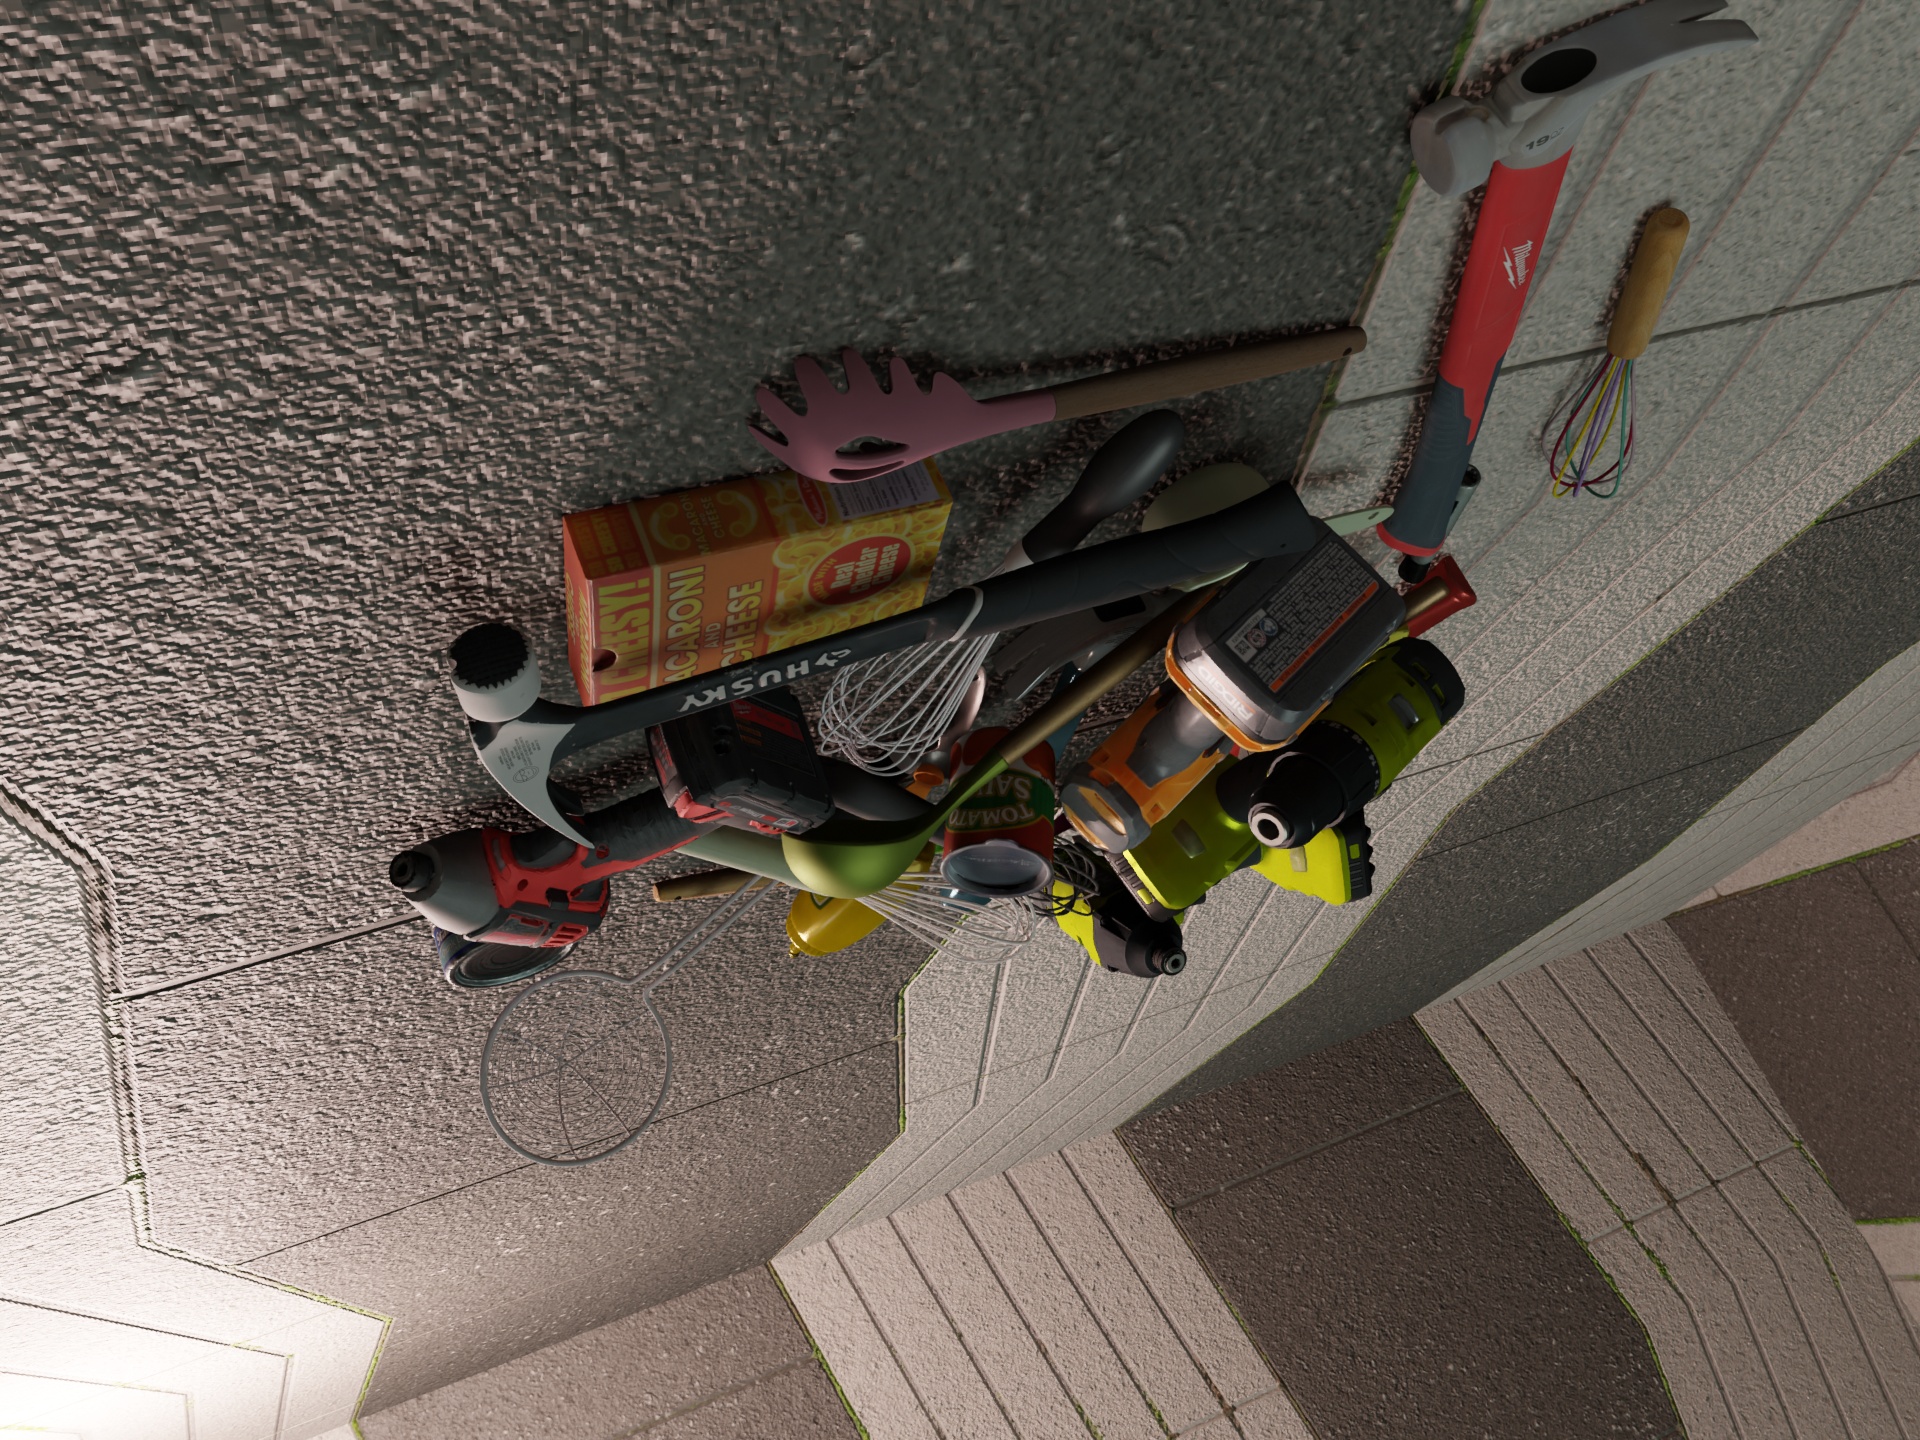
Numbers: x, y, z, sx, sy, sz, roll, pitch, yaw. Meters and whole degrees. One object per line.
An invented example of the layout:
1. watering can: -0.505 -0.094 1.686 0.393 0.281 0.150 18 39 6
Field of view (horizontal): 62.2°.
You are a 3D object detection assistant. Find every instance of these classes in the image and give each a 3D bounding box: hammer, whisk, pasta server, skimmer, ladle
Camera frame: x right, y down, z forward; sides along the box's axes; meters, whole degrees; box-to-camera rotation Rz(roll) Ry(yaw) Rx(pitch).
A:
1. hammer: 0.278 -0.196 0.816 0.143 0.038 0.386 -25 157 -3
2. whisk: 0.371 -0.196 0.900 0.047 0.051 0.244 -19 154 1
3. hammer: 0.050 0.031 1.050 0.128 0.033 0.330 -10 147 -27
4. pasta server: 0.058 -0.153 0.714 0.316 0.040 0.060 -17 156 -26
5. skimmer: -0.161 0.147 1.021 0.363 0.090 0.127 -41 108 16
6. whisk: -0.070 0.098 0.970 0.246 0.058 0.059 17 108 -8
7. hammer: -0.018 -0.040 0.738 0.409 0.036 0.149 -17 149 -13
8. whisk: -0.004 0.073 0.999 0.238 0.055 0.055 26 131 -29
9. whisk: 0.016 -0.062 0.813 0.070 0.070 0.284 1 146 -45
10. hammer: 0.234 -0.003 1.192 0.149 0.037 0.359 -2 149 -42
11. ladle: 0.037 -0.006 0.906 0.320 0.062 0.078 -38 -171 -2

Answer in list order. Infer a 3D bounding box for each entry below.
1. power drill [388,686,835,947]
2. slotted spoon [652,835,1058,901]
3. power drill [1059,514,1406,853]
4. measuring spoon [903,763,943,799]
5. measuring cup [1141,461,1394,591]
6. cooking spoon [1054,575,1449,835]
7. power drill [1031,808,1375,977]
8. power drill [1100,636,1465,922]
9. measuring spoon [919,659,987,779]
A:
1. power drill: -0.192 0.055 0.859 0.219 0.079 0.143 -29 156 18
2. slotted spoon: -0.067 0.096 1.125 0.313 0.031 0.070 -7 150 -31
3. power drill: 0.159 -0.026 0.902 0.185 0.084 0.226 -42 174 -27
4. measuring spoon: -0.034 0.049 1.055 0.021 0.011 0.117 18 156 -11
5. measuring cup: 0.173 -0.117 0.887 0.167 0.038 0.083 -13 155 -30
6. cooking spoon: 0.176 -0.001 1.037 0.319 0.017 0.069 -34 176 17
7. power drill: 0.184 0.116 1.167 0.223 0.171 0.080 -19 112 -19
8. power drill: 0.190 0.047 0.999 0.190 0.080 0.228 -36 179 -39
9. measuring spoon: -0.002 -0.003 0.991 0.034 0.018 0.124 12 143 -5
